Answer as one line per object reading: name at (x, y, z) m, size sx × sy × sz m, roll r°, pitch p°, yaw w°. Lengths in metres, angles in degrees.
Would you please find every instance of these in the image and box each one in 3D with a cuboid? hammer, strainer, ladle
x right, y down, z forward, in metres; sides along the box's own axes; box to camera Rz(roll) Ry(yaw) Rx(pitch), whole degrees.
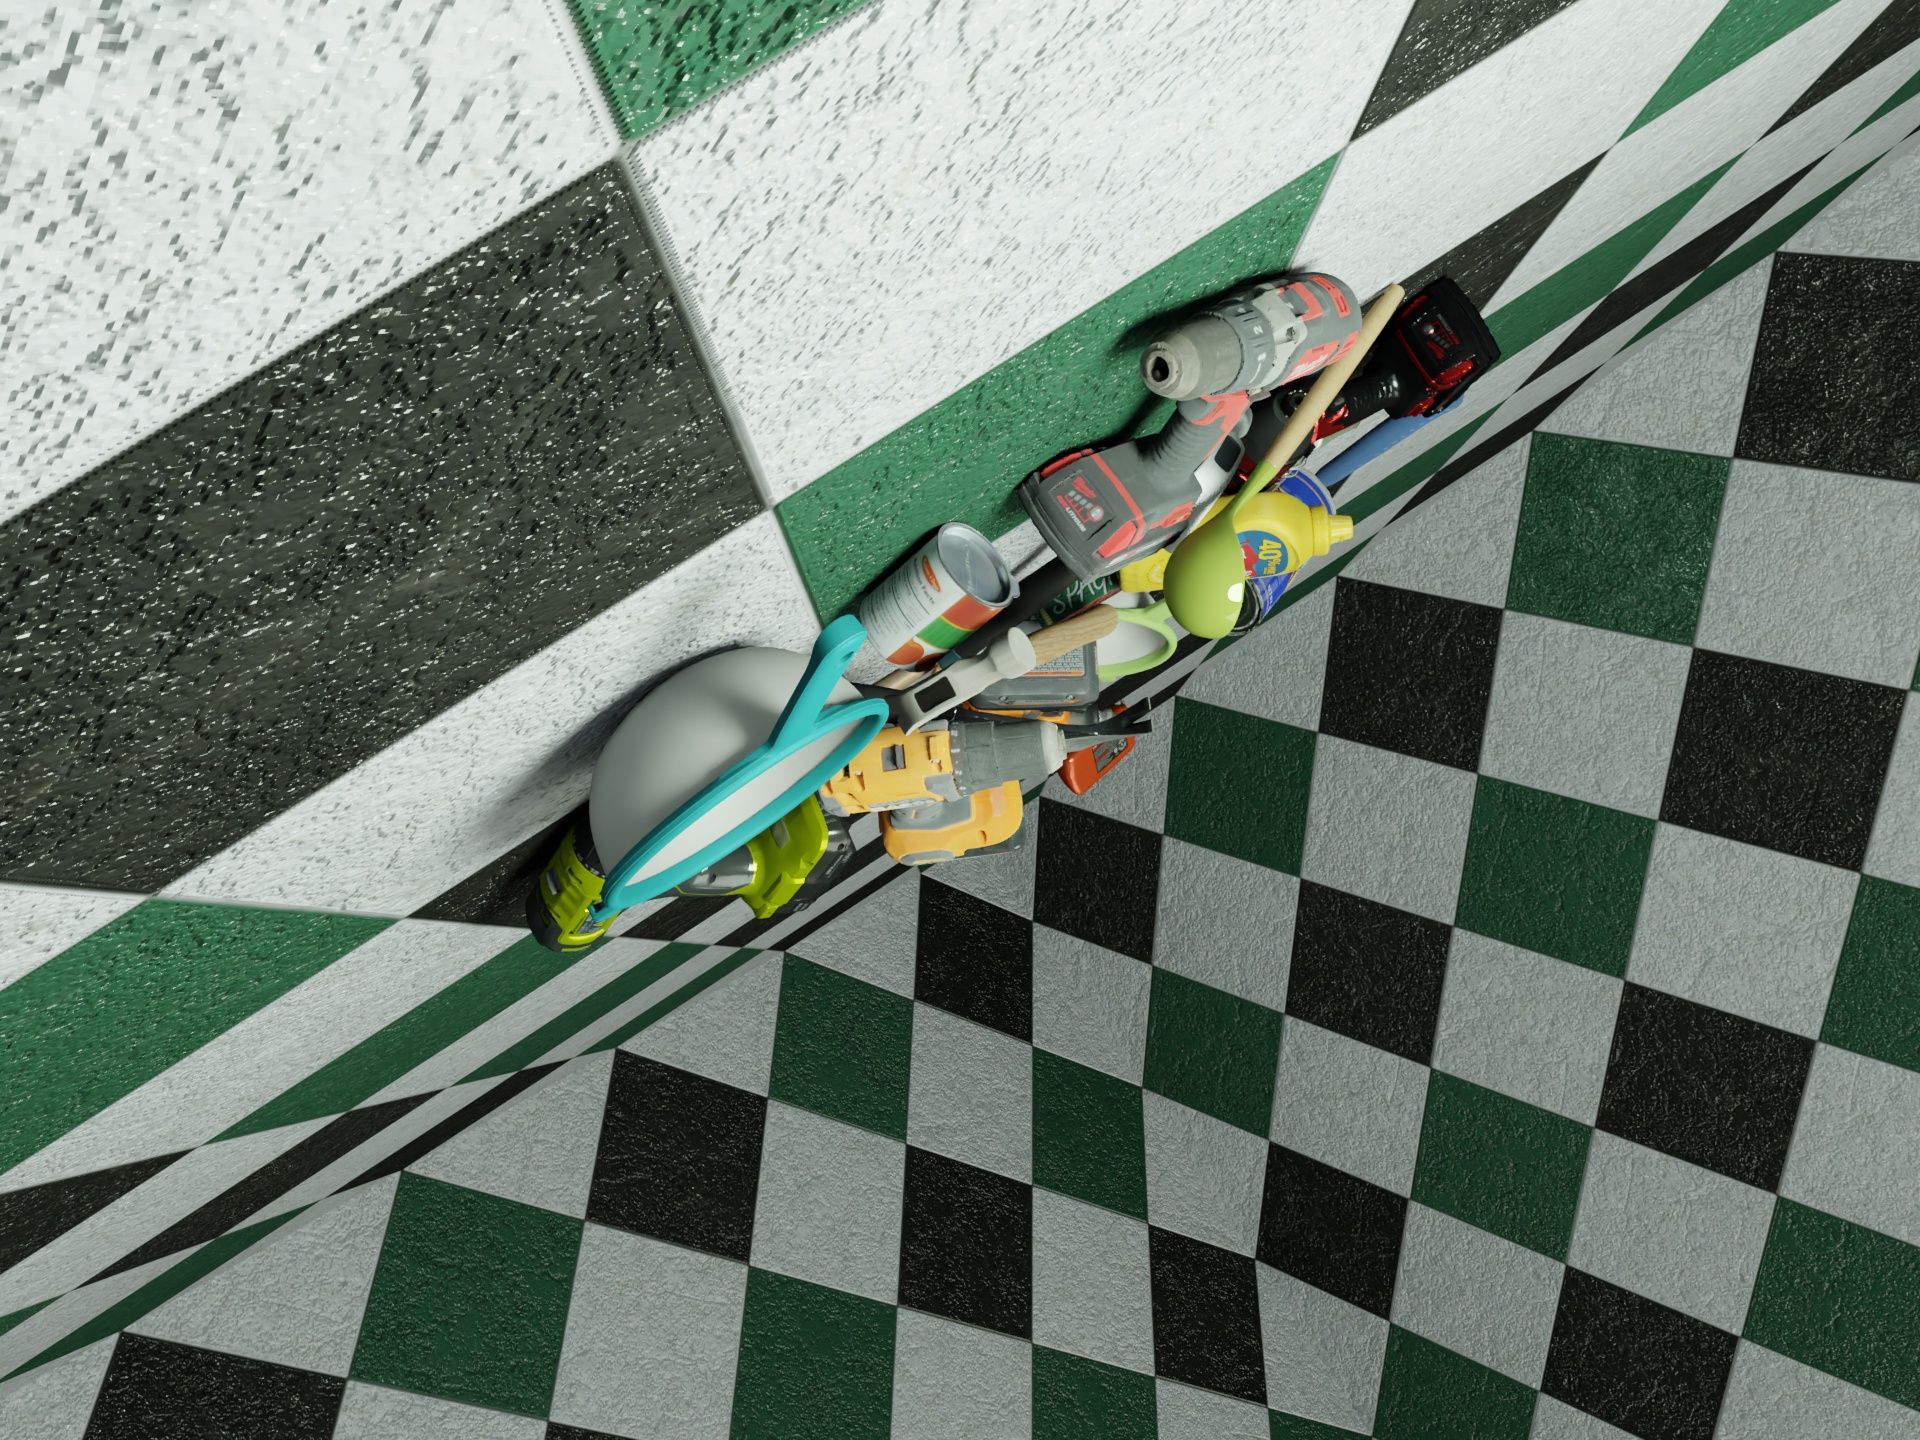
hammer at (0.361, -0.242, 1.605) m, size 0.144 × 0.035 × 0.405 m, roll -30°, pitch 178°, yaw -29°
hammer at (0.048, -0.049, 1.176) m, size 0.130 × 0.031 × 0.331 m, roll -27°, pitch 180°, yaw 26°
strainer at (-0.133, -0.006, 0.933) m, size 0.211 × 0.095 × 0.340 m, roll -33°, pitch 171°, yaw -30°
ladle at (0.241, -0.190, 1.127) m, size 0.320 × 0.062 × 0.078 m, roll -53°, pitch -173°, yaw -18°
strainer at (0.158, -0.112, 1.453) m, size 0.151 × 0.069 × 0.256 m, roll 15°, pitch 154°, yaw -34°
hammer at (0.092, -0.125, 1.245) m, size 0.331 × 0.033 × 0.128 m, roll -34°, pitch -159°, yaw 42°
hammer at (-0.002, -0.004, 1.250) m, size 0.149 × 0.036 × 0.408 m, roll -15°, pitch 166°, yaw 36°

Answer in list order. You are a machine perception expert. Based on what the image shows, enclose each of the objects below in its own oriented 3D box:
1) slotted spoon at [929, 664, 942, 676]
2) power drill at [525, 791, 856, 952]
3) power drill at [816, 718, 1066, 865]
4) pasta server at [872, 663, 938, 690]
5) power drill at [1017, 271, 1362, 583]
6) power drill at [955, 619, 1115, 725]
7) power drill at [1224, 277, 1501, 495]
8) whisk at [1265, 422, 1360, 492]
slotted spoon at (-0.048, 0.015, 1.497) m, size 0.070 × 0.031 × 0.313 m, roll -35°, pitch 169°, yaw -24°
power drill at (-0.200, 0.098, 1.215) m, size 0.228 × 0.080 × 0.190 m, roll -4°, pitch 148°, yaw -39°
power drill at (0.000, 0.050, 1.245) m, size 0.185 × 0.084 × 0.226 m, roll -9°, pitch 163°, yaw 9°
pasta server at (-0.134, 0.027, 1.354) m, size 0.316 × 0.040 × 0.060 m, roll -33°, pitch 180°, yaw -12°
power drill at (0.130, -0.183, 0.992) m, size 0.188 × 0.080 × 0.226 m, roll -27°, pitch 167°, yaw -43°
power drill at (0.073, -0.024, 1.485) m, size 0.164 × 0.084 × 0.226 m, roll -1°, pitch 164°, yaw -3°
power drill at (0.311, -0.261, 1.272) m, size 0.219 × 0.078 × 0.143 m, roll -29°, pitch 172°, yaw -13°
whisk at (0.313, -0.253, 1.436) m, size 0.058 × 0.059 × 0.246 m, roll 7°, pitch -158°, yaw 32°
